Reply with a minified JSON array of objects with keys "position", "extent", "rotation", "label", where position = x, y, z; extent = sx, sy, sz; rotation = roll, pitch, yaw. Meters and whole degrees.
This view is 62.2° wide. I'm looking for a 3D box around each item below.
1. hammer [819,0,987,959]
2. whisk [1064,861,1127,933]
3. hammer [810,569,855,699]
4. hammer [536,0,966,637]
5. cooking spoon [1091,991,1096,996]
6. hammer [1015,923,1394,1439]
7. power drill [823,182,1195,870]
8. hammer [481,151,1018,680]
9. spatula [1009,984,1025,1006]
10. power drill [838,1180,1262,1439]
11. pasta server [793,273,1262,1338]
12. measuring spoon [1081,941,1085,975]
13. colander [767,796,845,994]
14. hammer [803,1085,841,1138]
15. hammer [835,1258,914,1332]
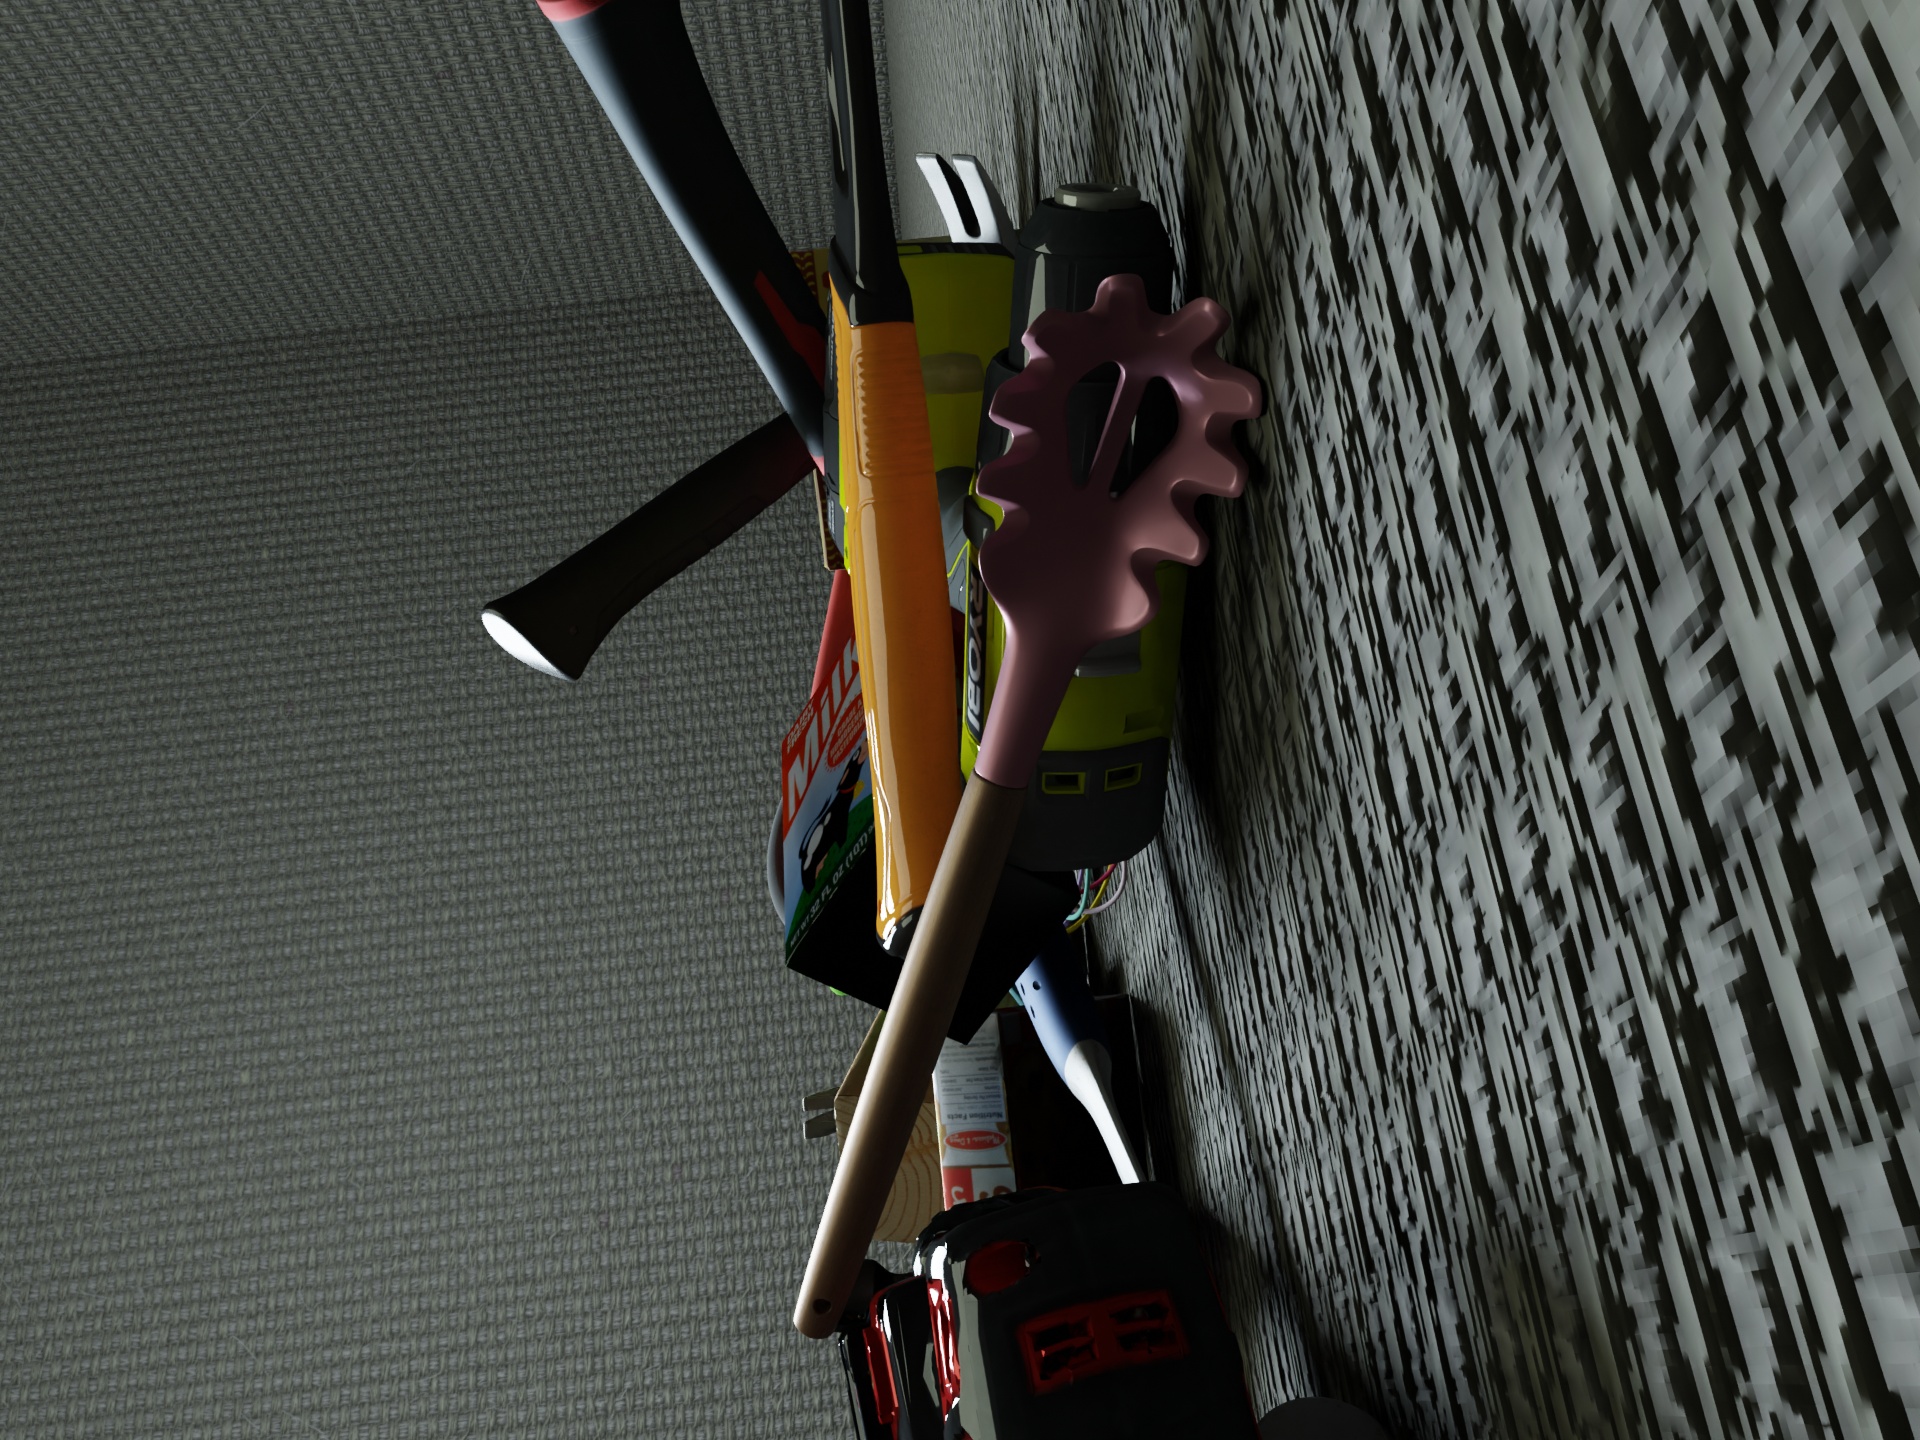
[{"position":[-0.026,-0.099,0.450],"extent":[0.127,0.034,0.337],"rotation":[-158,61,-71],"label":"hammer"},{"position":[0.048,-0.012,0.660],"extent":[0.051,0.047,0.244],"rotation":[-114,20,-58],"label":"whisk"},{"position":[-0.060,-0.100,0.907],"extent":[0.036,0.149,0.359],"rotation":[-39,37,53],"label":"hammer"},{"position":[-0.061,-0.116,0.639],"extent":[0.143,0.038,0.385],"rotation":[-53,-39,-18],"label":"hammer"},{"position":[0.085,0.296,0.955],"extent":[0.069,0.017,0.318],"rotation":[-81,-13,-63],"label":"cooking spoon"},{"position":[0.045,0.128,0.530],"extent":[0.406,0.035,0.144],"rotation":[-114,15,-59],"label":"hammer"},{"position":[0.013,-0.086,0.519],"extent":[0.229,0.080,0.190],"rotation":[-120,28,-60],"label":"power drill"},{"position":[-0.072,-0.125,0.687],"extent":[0.335,0.035,0.146],"rotation":[-44,-44,-36],"label":"hammer"},{"position":[0.074,0.269,0.769],"extent":[0.082,0.044,0.318],"rotation":[30,-133,-61],"label":"spatula"},{"position":[0.024,0.191,0.373],"extent":[0.219,0.078,0.143],"rotation":[107,151,-68],"label":"power drill"},{"position":[0.002,0.041,0.416],"extent":[0.040,0.060,0.316],"rotation":[-71,0,-71],"label":"pasta server"},{"position":[0.066,0.175,1.006],"extent":[0.042,0.021,0.128],"rotation":[-99,4,-54],"label":"measuring spoon"},{"position":[-0.001,-0.003,0.934],"extent":[0.094,0.204,0.398],"rotation":[43,-148,-37],"label":"colander"},{"position":[-0.006,0.320,0.826],"extent":[0.411,0.146,0.038],"rotation":[-105,13,-66],"label":"hammer"},{"position":[0.013,0.215,0.972],"extent":[0.409,0.149,0.036],"rotation":[-85,-5,-66],"label":"hammer"}]
